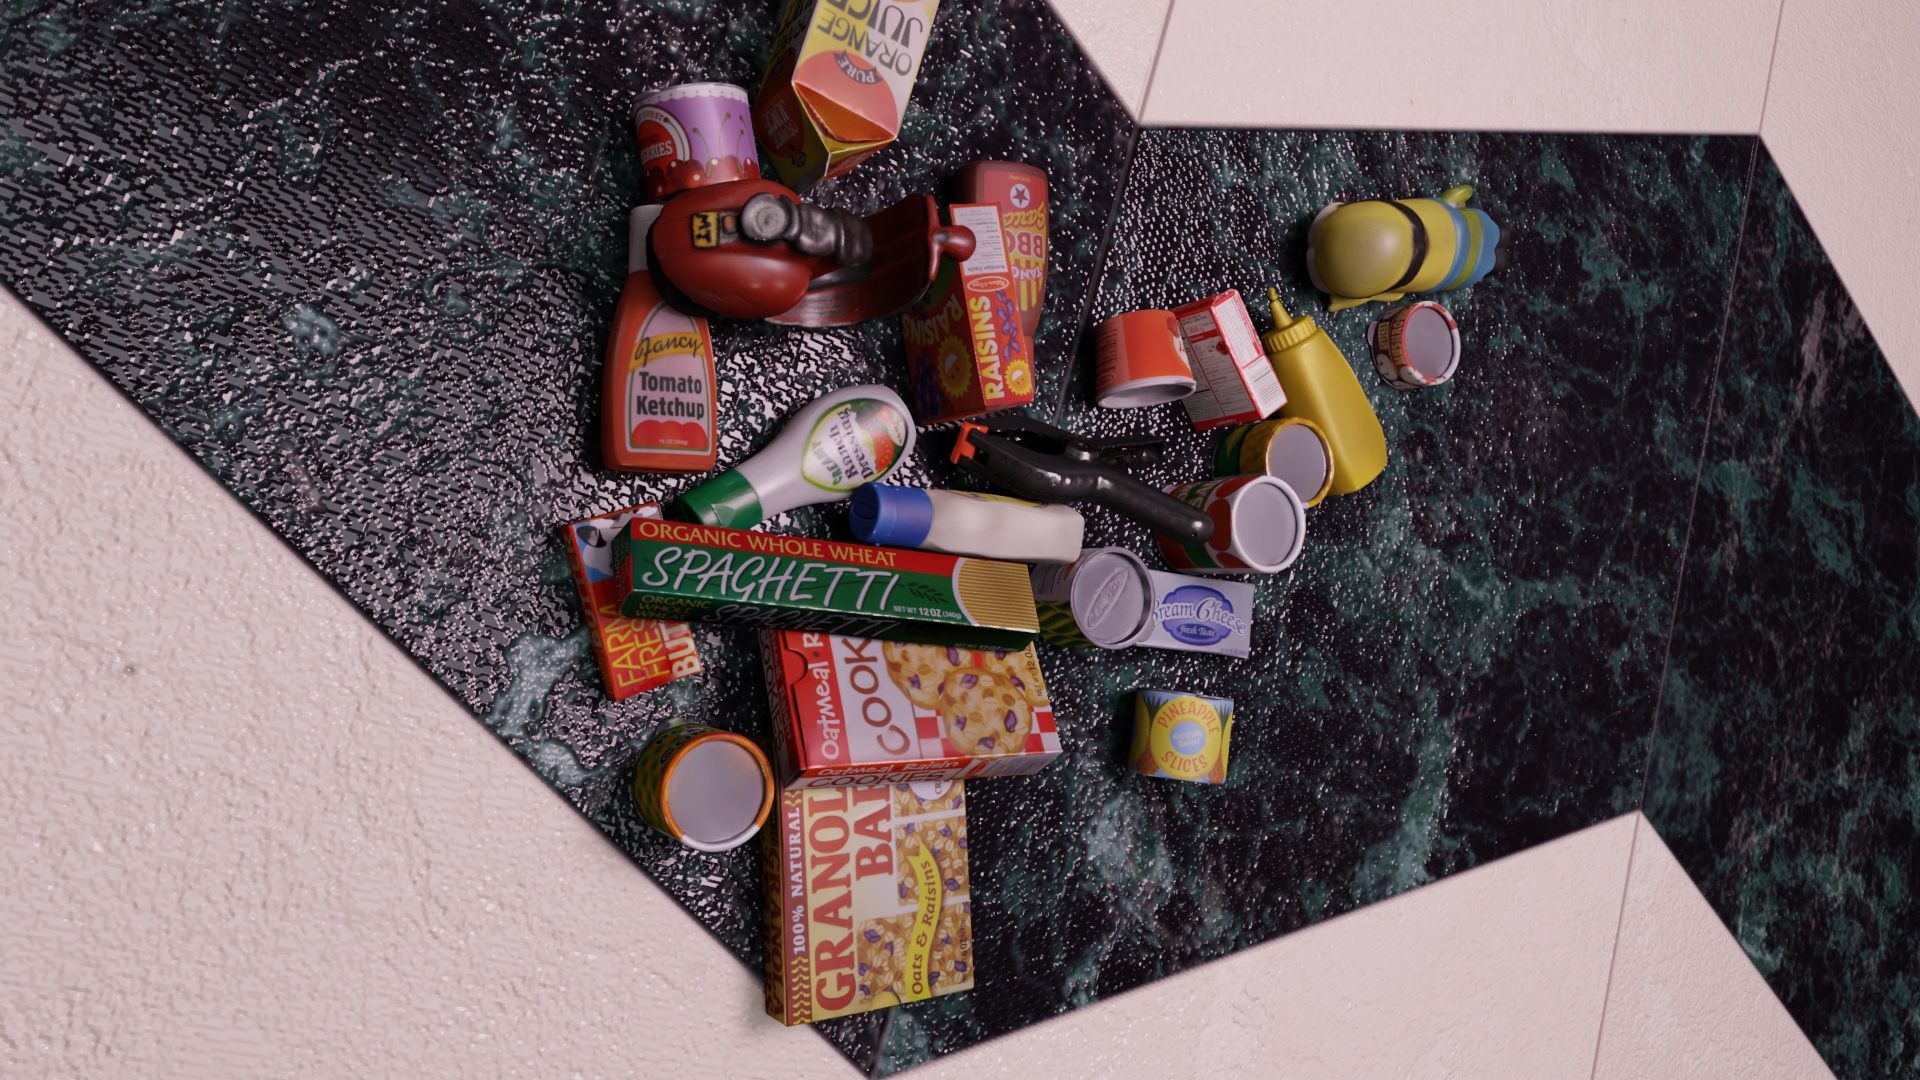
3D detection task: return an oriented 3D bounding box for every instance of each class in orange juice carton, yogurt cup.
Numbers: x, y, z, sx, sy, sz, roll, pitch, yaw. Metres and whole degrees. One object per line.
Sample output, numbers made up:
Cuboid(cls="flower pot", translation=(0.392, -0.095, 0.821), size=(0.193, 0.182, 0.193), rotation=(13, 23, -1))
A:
Cuboid(cls="orange juice carton", translation=(-0.068, -0.295, 0.838), size=(0.073, 0.071, 0.193), rotation=(21, 77, -26))
Cuboid(cls="yogurt cup", translation=(0.122, -0.123, 0.939), size=(0.072, 0.072, 0.054), rotation=(-3, 81, -29))

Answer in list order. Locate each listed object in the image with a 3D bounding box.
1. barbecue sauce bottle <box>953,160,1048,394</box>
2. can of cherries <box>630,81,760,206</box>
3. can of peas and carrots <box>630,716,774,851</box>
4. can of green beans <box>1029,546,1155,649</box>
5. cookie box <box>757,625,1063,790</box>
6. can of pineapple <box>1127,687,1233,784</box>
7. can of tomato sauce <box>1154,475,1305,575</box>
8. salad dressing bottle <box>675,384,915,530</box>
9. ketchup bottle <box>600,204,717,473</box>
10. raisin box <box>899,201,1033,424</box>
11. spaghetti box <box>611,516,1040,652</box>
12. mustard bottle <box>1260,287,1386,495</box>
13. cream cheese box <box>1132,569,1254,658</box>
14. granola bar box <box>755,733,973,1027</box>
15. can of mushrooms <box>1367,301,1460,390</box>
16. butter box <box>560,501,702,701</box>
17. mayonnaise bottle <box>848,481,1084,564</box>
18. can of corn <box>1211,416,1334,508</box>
Cuboid(cls="barbecue sauce bottle", translation=(0.028, -0.167, 0.900), size=(0.065, 0.043, 0.148), rotation=(0, 88, -36))
Cuboid(cls="can of cherries", translation=(-0.152, -0.222, 0.791), size=(0.072, 0.071, 0.058), rotation=(-10, 94, -29))
Cuboid(cls="can of peas and carrots", translation=(-0.145, 0.135, 0.781), size=(0.071, 0.058, 0.071), rotation=(1, 87, -29))
Cuboid(cls="can of green beans", translation=(0.084, 0.038, 0.912), size=(0.071, 0.057, 0.071), rotation=(2, 87, -29))
Cuboid(cls="cookie box", translation=(-0.032, 0.080, 0.828), size=(0.168, 0.040, 0.123), rotation=(2, 59, -28))
Cuboid(cls="can of pineapple", translation=(0.149, 0.131, 0.936), size=(0.071, 0.071, 0.058), rotation=(10, 83, -28))
Cuboid(cls="can of tomato sauce", translation=(0.184, -0.011, 0.954), size=(0.071, 0.083, 0.071), rotation=(1, 87, -29))
Cuboid(cls="salad dressing bottle", translation=(-0.097, -0.042, 0.825), size=(0.148, 0.044, 0.064), rotation=(-31, 109, -26))
Cuboid(cls="ketchup bottle", translation=(-0.171, -0.113, 0.789), size=(0.065, 0.043, 0.149), rotation=(2, 86, -32))
Cuboid(cls="raisin box", translation=(-0.001, -0.138, 0.858), size=(0.040, 0.086, 0.123), rotation=(-11, 93, -30))
Cuboid(cls="spaghetti box", translation=(-0.071, 0.028, 0.794), size=(0.250, 0.028, 0.050), rotation=(7, 54, -26))
Cuboid(cls="mustard bottle", translation=(0.259, -0.113, 1.020), size=(0.065, 0.048, 0.160), rotation=(-35, 103, -36))
Cuboid(cls="cream cheese box", translation=(0.158, 0.051, 0.971), size=(0.104, 0.024, 0.053), rotation=(8, 83, -28))
Cuboid(cls="granola bar box", translation=(-0.057, 0.195, 0.837), size=(0.124, 0.039, 0.165), rotation=(-2, 88, -28))
Cuboid(cls="can of mushrooms", translation=(0.354, -0.153, 1.084), size=(0.071, 0.033, 0.071), rotation=(1, 88, -29))
Cuboid(cls="butter box", translation=(-0.185, 0.034, 0.784), size=(0.053, 0.024, 0.103), rotation=(-16, 95, -29))
Cuboid(cls="mayonnaise bottle", translation=(0.003, -0.011, 0.857), size=(0.148, 0.065, 0.041), rotation=(6, 95, -36))
Cuboid(cls="can of corn", translation=(0.224, -0.056, 0.993), size=(0.071, 0.058, 0.071), rotation=(1, 87, -29))
